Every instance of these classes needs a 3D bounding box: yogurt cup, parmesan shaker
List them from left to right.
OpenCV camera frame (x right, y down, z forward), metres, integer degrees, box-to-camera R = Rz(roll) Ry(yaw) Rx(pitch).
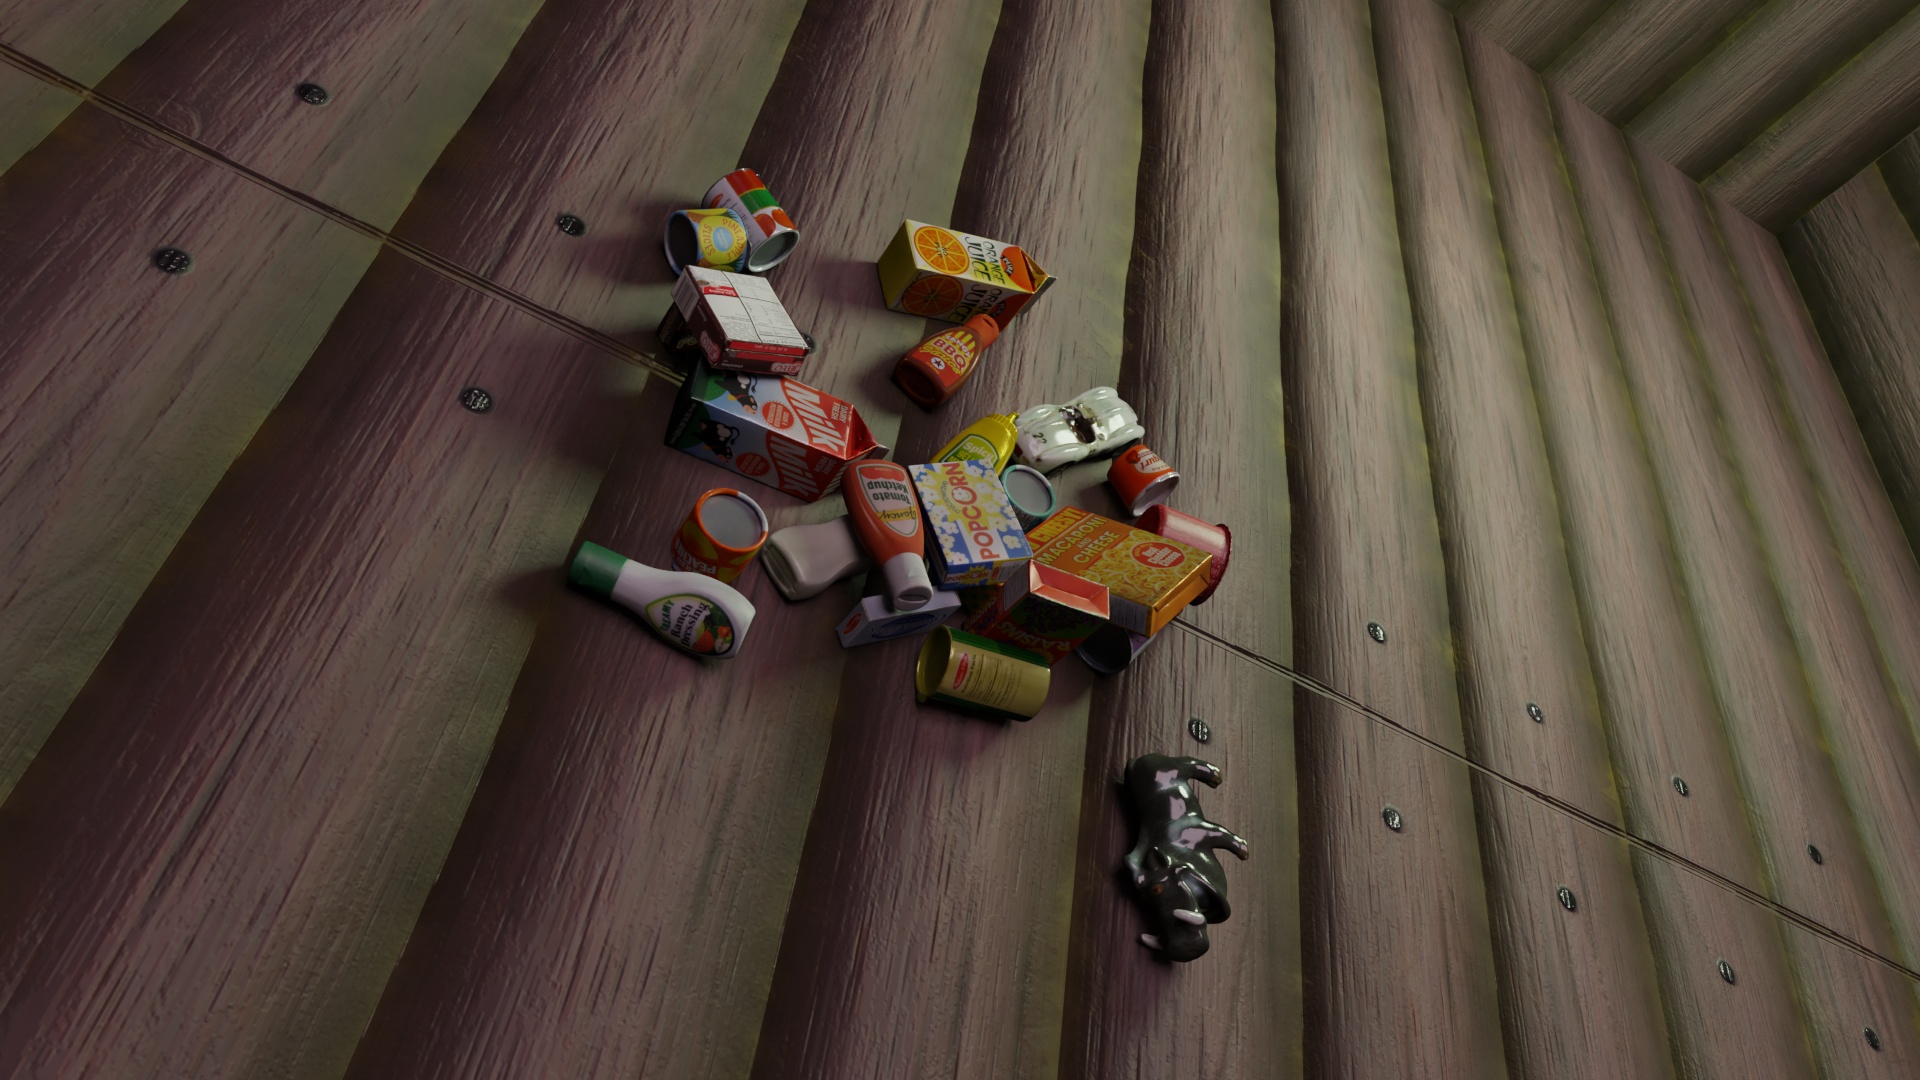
[{"bbox_3d":[0.019,0.122,1.241,0.103,0.071,0.071,18,49,-24],"label":"parmesan shaker"},{"bbox_3d":[0.197,-0.067,1.513,0.073,0.072,0.054,-18,61,-42],"label":"yogurt cup"}]

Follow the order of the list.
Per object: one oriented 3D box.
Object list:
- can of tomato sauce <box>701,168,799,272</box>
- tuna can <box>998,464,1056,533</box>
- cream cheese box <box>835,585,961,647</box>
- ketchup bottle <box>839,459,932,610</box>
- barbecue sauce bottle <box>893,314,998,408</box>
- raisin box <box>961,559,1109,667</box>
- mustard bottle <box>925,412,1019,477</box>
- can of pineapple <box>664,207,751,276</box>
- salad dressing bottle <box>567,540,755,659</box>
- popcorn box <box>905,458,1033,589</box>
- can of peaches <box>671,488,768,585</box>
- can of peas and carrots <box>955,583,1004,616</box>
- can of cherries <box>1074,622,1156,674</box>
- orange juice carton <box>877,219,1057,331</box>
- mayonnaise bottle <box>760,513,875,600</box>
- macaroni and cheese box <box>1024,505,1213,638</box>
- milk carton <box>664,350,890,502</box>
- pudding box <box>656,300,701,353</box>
[{"bbox_3d":[-0.213,-0.327,1.422,0.071,0.071,0.083,-27,76,-44],"label":"can of tomato sauce"},{"bbox_3d":[0.062,-0.041,1.418,0.071,0.032,0.071,19,48,-23],"label":"tuna can"},{"bbox_3d":[-0.055,0.067,1.238,0.104,0.053,0.024,-8,65,-39],"label":"cream cheese box"},{"bbox_3d":[-0.061,-0.005,1.232,0.065,0.043,0.149,4,47,-29],"label":"ketchup bottle"},{"bbox_3d":[-0.009,-0.197,1.481,0.065,0.043,0.149,43,43,1],"label":"barbecue sauce bottle"},{"bbox_3d":[0.066,0.073,1.269,0.086,0.122,0.040,18,50,-23],"label":"raisin box"},{"bbox_3d":[0.015,-0.084,1.388,0.065,0.048,0.161,40,56,-1],"label":"mustard bottle"},{"bbox_3d":[-0.250,-0.293,1.367,0.058,0.070,0.071,-15,67,-40],"label":"can of pineapple"},{"bbox_3d":[-0.242,0.046,1.121,0.148,0.064,0.044,24,27,-7],"label":"salad dressing bottle"},{"bbox_3d":[0.005,-0.016,1.277,0.085,0.038,0.127,-6,50,-21],"label":"popcorn box"},{"bbox_3d":[-0.206,-0.002,1.181,0.071,0.057,0.071,19,48,-23],"label":"can of peaches"},{"bbox_3d":[0.030,0.034,1.320,0.071,0.058,0.071,19,49,-23],"label":"can of peas and carrots"},{"bbox_3d":[0.150,0.086,1.357,0.071,0.071,0.059,48,44,6],"label":"can of cherries"},{"bbox_3d":[0.011,-0.289,1.546,0.193,0.071,0.073,6,55,-31],"label":"orange juice carton"},{"bbox_3d":[-0.106,0.007,1.258,0.149,0.041,0.065,-18,65,-44],"label":"mayonnaise bottle"},{"bbox_3d":[0.143,0.028,1.356,0.166,0.040,0.124,20,34,30],"label":"macaroni and cheese box"},{"bbox_3d":[-0.164,-0.099,1.275,0.190,0.072,0.074,22,47,-20],"label":"milk carton"},{"bbox_3d":[-0.241,-0.209,1.322,0.084,0.049,0.030,-17,70,-42],"label":"pudding box"}]
